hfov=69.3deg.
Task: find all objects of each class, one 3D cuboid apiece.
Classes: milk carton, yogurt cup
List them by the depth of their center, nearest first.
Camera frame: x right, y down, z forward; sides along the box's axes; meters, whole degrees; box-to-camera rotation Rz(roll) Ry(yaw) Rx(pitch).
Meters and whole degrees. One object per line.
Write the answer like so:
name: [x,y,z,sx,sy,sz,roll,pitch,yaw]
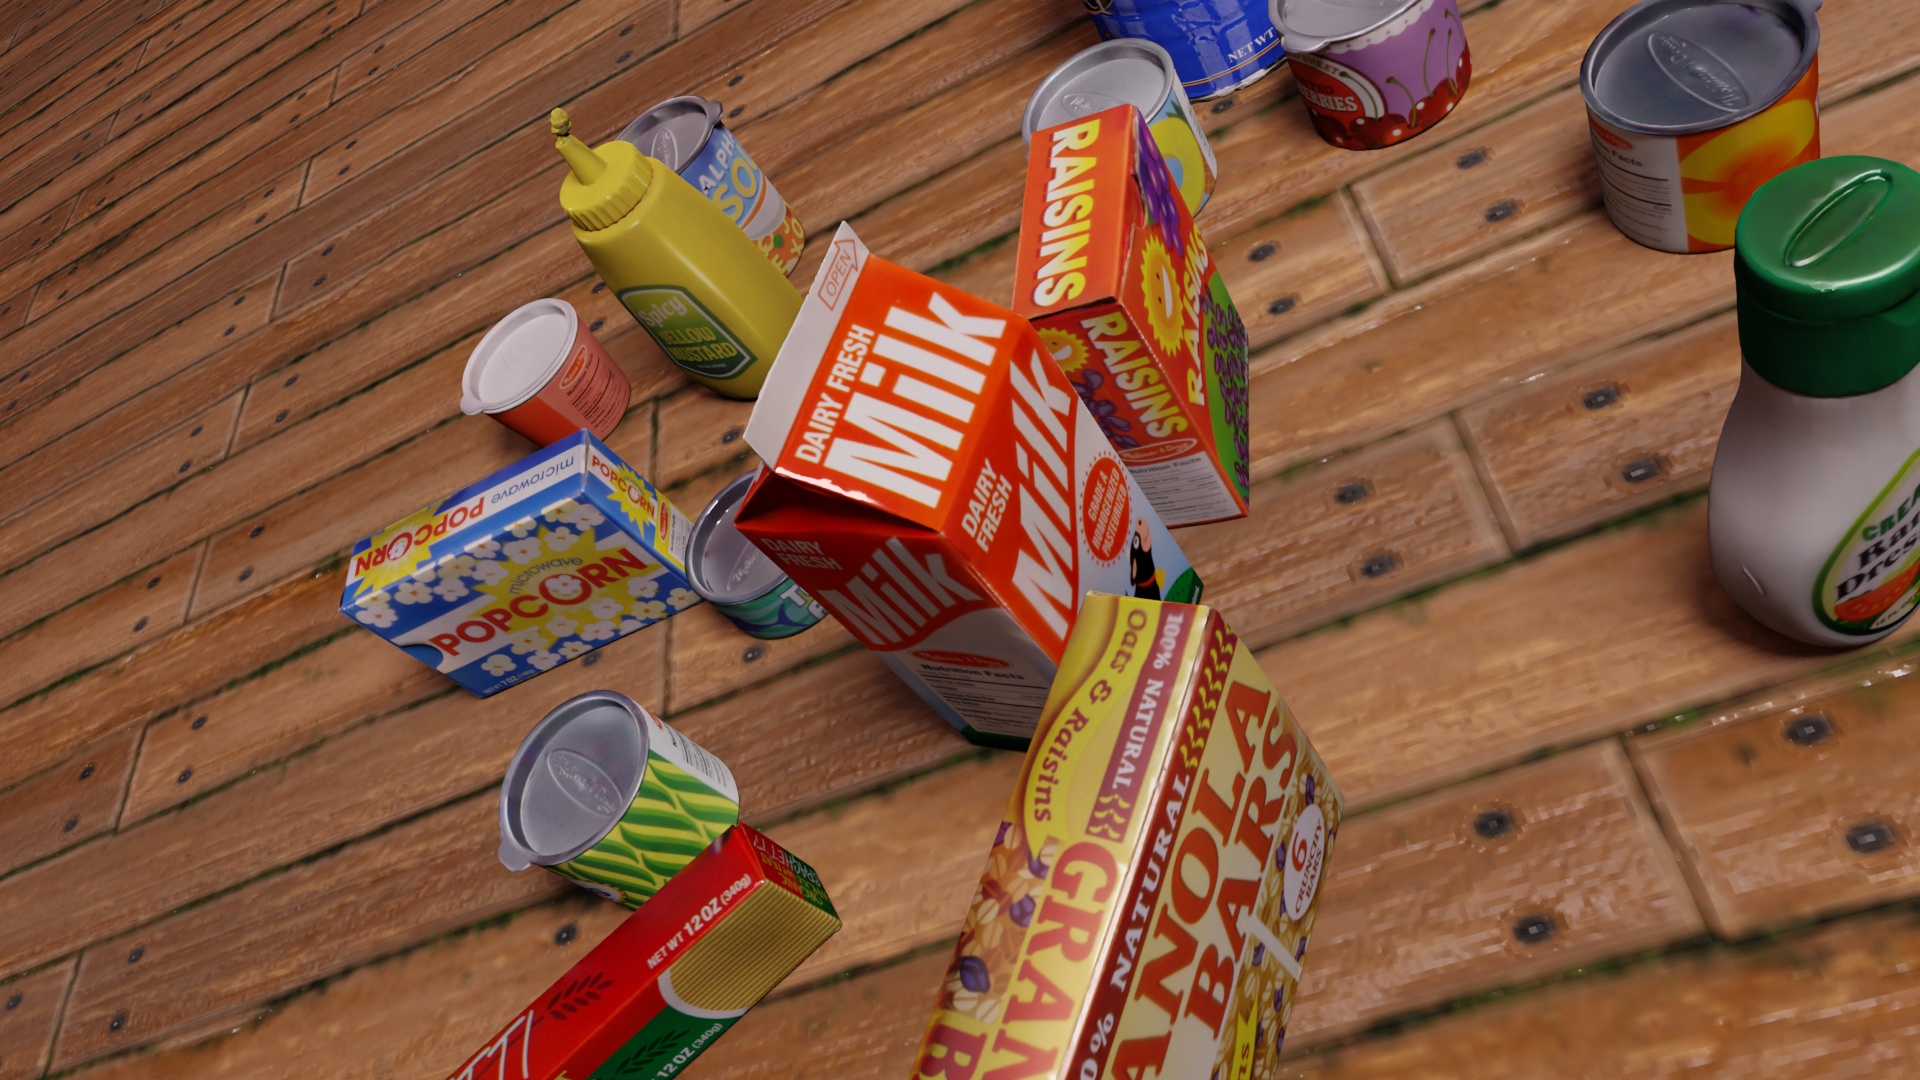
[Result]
milk carton: [0.001,-0.005,0.415,0.073,0.190,0.072,2,61,33]
yogurt cup: [-0.201,-0.078,0.686,0.072,0.053,0.073,-16,52,22]

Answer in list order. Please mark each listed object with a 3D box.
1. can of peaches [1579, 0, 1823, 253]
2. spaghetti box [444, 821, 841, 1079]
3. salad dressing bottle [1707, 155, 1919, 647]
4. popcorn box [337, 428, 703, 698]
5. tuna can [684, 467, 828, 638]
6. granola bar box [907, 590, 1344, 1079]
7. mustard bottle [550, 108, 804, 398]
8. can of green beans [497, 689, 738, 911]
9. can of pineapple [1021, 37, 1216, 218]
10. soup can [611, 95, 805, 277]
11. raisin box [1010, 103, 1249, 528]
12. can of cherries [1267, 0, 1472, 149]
can of peaches: [0.242,-0.137,0.449,0.071,0.058,0.071,-16,52,22]
spaghetti box: [-0.149,0.193,0.465,0.250,0.050,0.029,-42,47,0]
salad dressing bottle: [0.208,-0.027,0.331,0.064,0.147,0.044,-43,47,-1]
popcorn box: [-0.182,0.013,0.589,0.126,0.085,0.038,-24,49,16]
tuna can: [-0.074,0.005,0.563,0.071,0.032,0.071,-16,52,22]
granola bar box: [0.045,0.114,0.349,0.039,0.124,0.166,5,62,35]
mustard bottle: [-0.127,-0.123,0.599,0.065,0.159,0.049,-2,59,31]
can of green beans: [-0.125,0.097,0.512,0.071,0.057,0.071,-16,52,22]
can of pineapple: [0.065,-0.163,0.578,0.071,0.057,0.071,-16,52,22]
soup can: [-0.122,-0.164,0.678,0.071,0.083,0.072,-16,52,22]
raisin box: [0.062,-0.071,0.470,0.040,0.123,0.086,-10,55,27]
can of cherries: [0.159,-0.195,0.542,0.071,0.058,0.072,-16,52,22]
